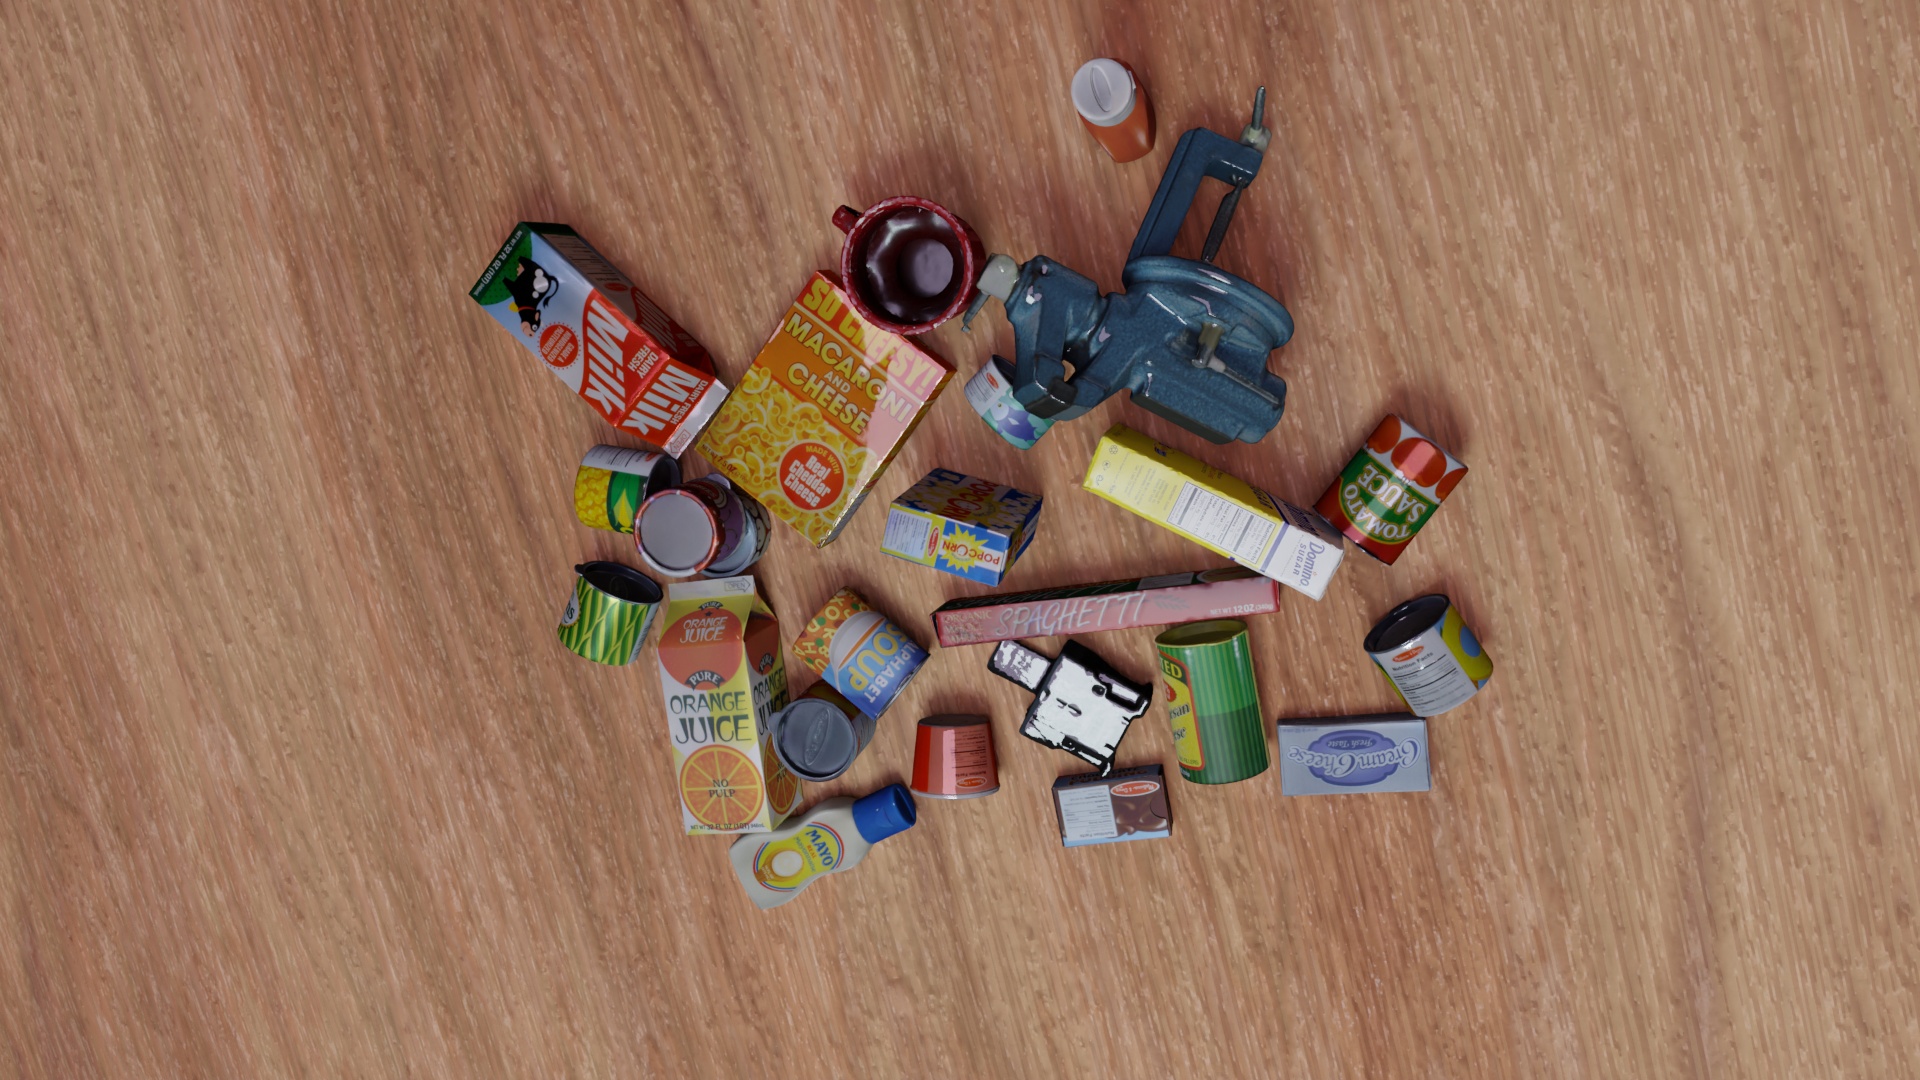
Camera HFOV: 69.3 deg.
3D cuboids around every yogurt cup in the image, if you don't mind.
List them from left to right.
[{"bbox_3d":[-0.004,0.161,1.042,0.072,0.072,0.054,-1,92,13],"label":"yogurt cup"}]

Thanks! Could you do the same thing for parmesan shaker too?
[{"bbox_3d":[0.180,0.115,0.986,0.071,0.071,0.103,-9,98,14],"label":"parmesan shaker"}]

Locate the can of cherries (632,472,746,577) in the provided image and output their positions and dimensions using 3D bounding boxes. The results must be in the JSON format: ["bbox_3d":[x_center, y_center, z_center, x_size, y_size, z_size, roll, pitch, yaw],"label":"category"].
[{"bbox_3d":[-0.198,-0.012,1.020,0.071,0.058,0.071,2,100,13],"label":"can of cherries"}]

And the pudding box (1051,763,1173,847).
[{"bbox_3d":[0.114,0.199,1.038,0.083,0.030,0.049,-10,97,14],"label":"pudding box"}]

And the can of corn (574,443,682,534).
[{"bbox_3d":[-0.253,-0.035,1.060,0.058,0.071,0.071,10,102,12],"label":"can of corn"}]

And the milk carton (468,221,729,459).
[{"bbox_3d":[-0.262,-0.149,1.039,0.190,0.073,0.072,41,106,3],"label":"milk carton"}]

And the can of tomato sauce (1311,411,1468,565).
[{"bbox_3d":[0.290,-0.035,0.936,0.071,0.071,0.083,37,105,4],"label":"can of tomato sauce"}]

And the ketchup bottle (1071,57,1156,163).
[{"bbox_3d":[0.099,-0.281,0.895,0.043,0.149,0.064,-18,96,14],"label":"ketchup bottle"}]

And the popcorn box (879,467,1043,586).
[{"bbox_3d":[0.003,-0.012,0.975,0.085,0.127,0.038,17,108,10],"label":"popcorn box"}]

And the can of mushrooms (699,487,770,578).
[{"bbox_3d":[-0.182,-0.009,1.066,0.071,0.033,0.071,2,101,13],"label":"can of mushrooms"}]

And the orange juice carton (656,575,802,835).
[{"bbox_3d":[-0.178,0.123,1.068,0.072,0.073,0.192,-5,98,14],"label":"orange juice carton"}]

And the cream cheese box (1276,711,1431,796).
[{"bbox_3d":[0.281,0.153,0.995,0.104,0.024,0.053,-5,99,13],"label":"cream cheese box"}]

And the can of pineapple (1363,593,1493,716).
[{"bbox_3d":[0.321,0.078,0.951,0.071,0.071,0.058,-34,97,16],"label":"can of pineapple"}]

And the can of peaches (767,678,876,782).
[{"bbox_3d":[-0.105,0.142,1.063,0.071,0.058,0.071,2,101,13],"label":"can of peaches"}]

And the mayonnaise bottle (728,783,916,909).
[{"bbox_3d":[-0.106,0.234,1.088,0.148,0.041,0.064,-27,93,16],"label":"mayonnaise bottle"}]

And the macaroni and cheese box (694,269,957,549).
[{"bbox_3d":[-0.100,-0.097,1.029,0.124,0.040,0.166,38,106,4],"label":"macaroni and cheese box"}]

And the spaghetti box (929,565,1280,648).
[{"bbox_3d":[0.104,0.047,1.003,0.250,0.050,0.028,-7,97,14],"label":"spaghetti box"}]

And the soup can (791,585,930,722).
[{"bbox_3d":[-0.074,0.084,1.039,0.084,0.071,0.071,39,106,4],"label":"soup can"}]

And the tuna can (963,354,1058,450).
[{"bbox_3d":[0.038,-0.097,0.986,0.071,0.071,0.032,45,107,2],"label":"tuna can"}]

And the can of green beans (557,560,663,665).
[{"bbox_3d":[-0.273,0.057,1.081,0.071,0.071,0.057,27,105,7],"label":"can of green beans"}]
